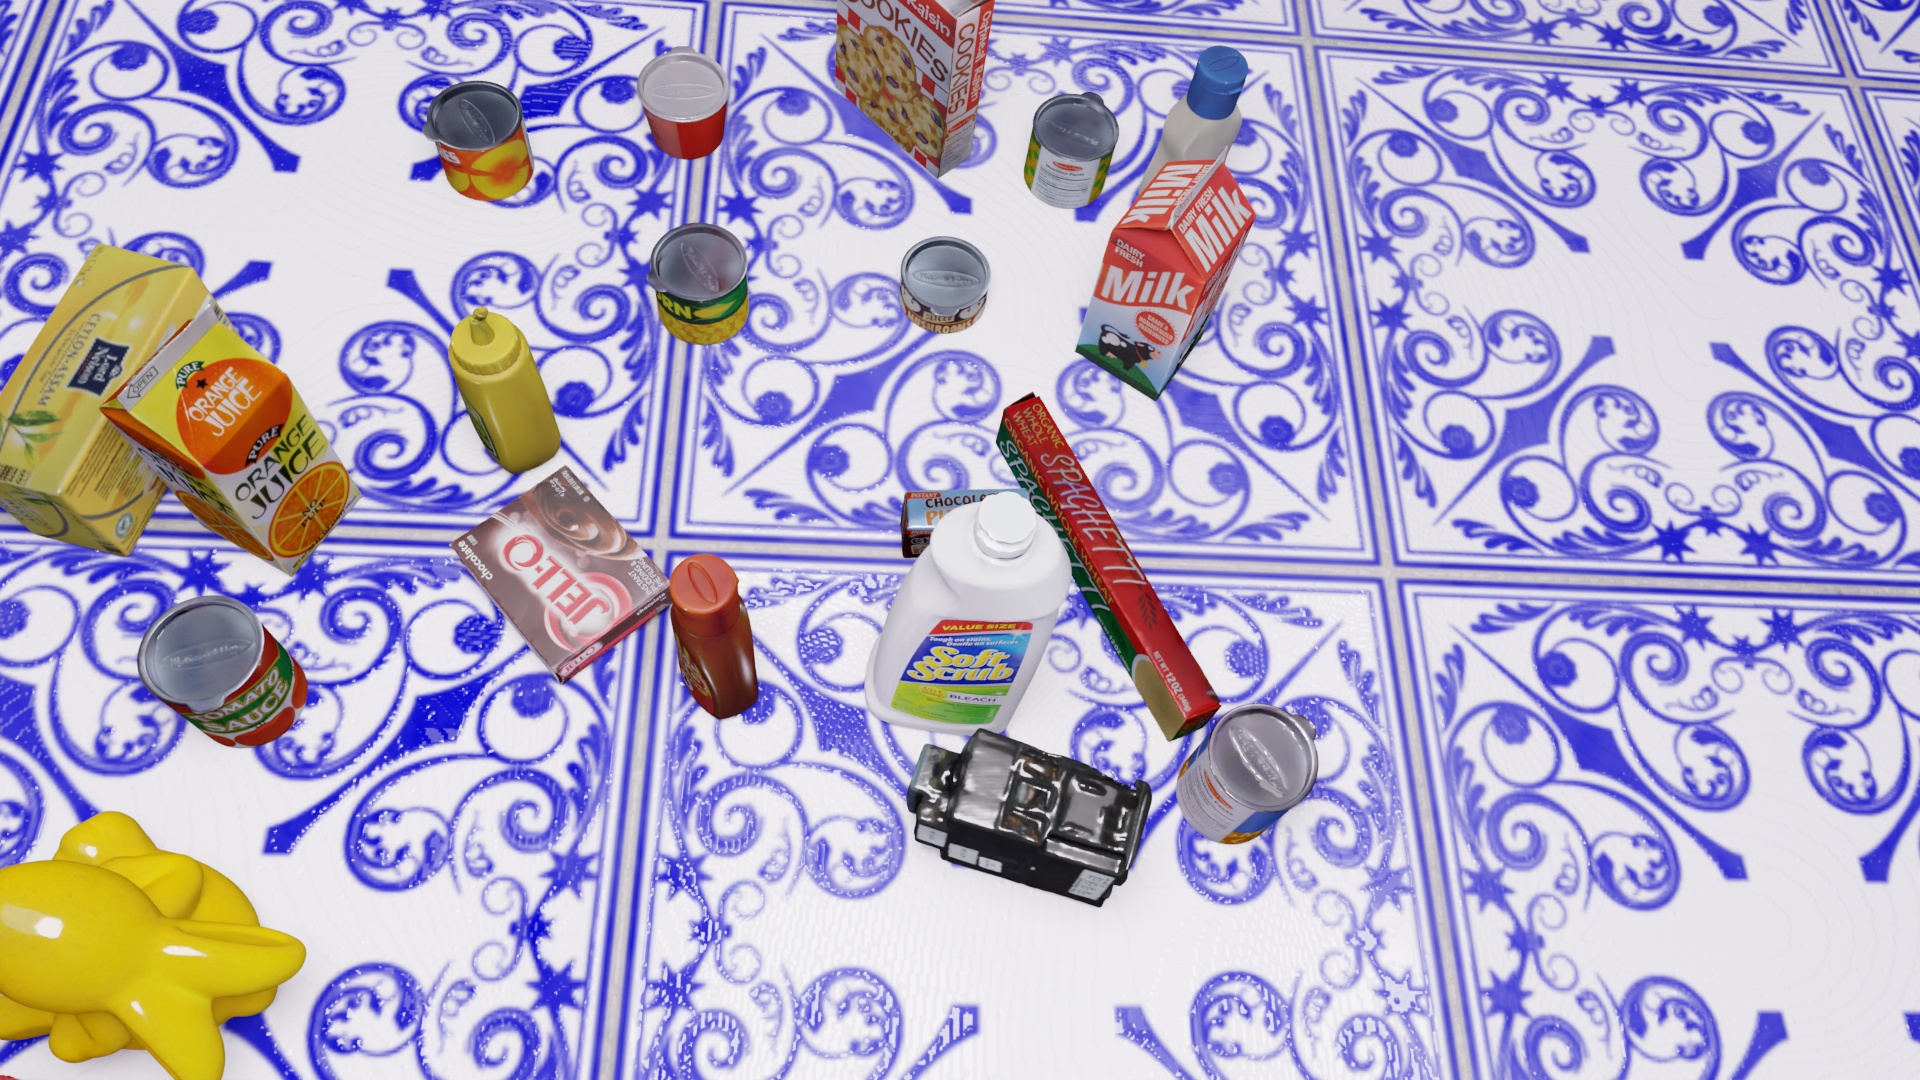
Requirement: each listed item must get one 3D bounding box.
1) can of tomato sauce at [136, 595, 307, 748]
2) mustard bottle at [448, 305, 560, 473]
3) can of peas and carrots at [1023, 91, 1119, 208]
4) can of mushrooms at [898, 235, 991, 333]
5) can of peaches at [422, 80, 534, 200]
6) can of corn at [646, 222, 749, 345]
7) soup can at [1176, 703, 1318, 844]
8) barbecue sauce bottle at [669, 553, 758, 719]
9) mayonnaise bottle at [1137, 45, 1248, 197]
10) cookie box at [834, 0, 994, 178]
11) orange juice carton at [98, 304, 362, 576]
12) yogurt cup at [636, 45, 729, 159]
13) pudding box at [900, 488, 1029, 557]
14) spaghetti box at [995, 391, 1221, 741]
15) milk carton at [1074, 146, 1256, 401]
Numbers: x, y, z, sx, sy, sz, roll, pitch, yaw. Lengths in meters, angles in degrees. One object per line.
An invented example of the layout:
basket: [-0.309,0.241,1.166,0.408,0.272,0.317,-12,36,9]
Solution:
can of tomato sauce: [-0.427,0.080,0.812,0.071,0.082,0.071,3,64,-5]
mustard bottle: [-0.291,-0.101,0.874,0.049,0.159,0.065,-31,71,-19]
can of peas and carrots: [0.085,-0.301,1.072,0.071,0.058,0.071,3,64,-5]
can of mushrooms: [-0.012,-0.185,1.017,0.071,0.033,0.071,3,64,-5]
can of peaches: [-0.352,-0.291,1.017,0.071,0.057,0.071,3,64,-5]
can of corn: [-0.185,-0.179,0.981,0.071,0.058,0.071,3,64,-5]
soup can: [0.176,0.143,0.850,0.071,0.083,0.071,3,64,-5]
barbecue sauce bottle: [-0.147,0.054,0.820,0.044,0.148,0.065,-27,70,-18]
mayonnaise bottle: [0.176,-0.301,1.032,0.065,0.147,0.041,-26,70,-17]
cookie box: [-0.038,-0.369,1.030,0.040,0.166,0.123,-39,74,-21]
orange juice carton: [-0.431,-0.060,0.819,0.073,0.191,0.072,28,65,7]
yogurt cup: [-0.208,-0.327,1.053,0.072,0.053,0.072,3,64,-5]
pudding box: [0.003,-0.012,0.925,0.084,0.049,0.030,-1,64,-7]
spaghetti box: [0.093,0.014,0.922,0.029,0.050,0.250,-22,69,-16]
milk carton: [0.141,-0.184,0.947,0.073,0.189,0.072,33,65,10]
